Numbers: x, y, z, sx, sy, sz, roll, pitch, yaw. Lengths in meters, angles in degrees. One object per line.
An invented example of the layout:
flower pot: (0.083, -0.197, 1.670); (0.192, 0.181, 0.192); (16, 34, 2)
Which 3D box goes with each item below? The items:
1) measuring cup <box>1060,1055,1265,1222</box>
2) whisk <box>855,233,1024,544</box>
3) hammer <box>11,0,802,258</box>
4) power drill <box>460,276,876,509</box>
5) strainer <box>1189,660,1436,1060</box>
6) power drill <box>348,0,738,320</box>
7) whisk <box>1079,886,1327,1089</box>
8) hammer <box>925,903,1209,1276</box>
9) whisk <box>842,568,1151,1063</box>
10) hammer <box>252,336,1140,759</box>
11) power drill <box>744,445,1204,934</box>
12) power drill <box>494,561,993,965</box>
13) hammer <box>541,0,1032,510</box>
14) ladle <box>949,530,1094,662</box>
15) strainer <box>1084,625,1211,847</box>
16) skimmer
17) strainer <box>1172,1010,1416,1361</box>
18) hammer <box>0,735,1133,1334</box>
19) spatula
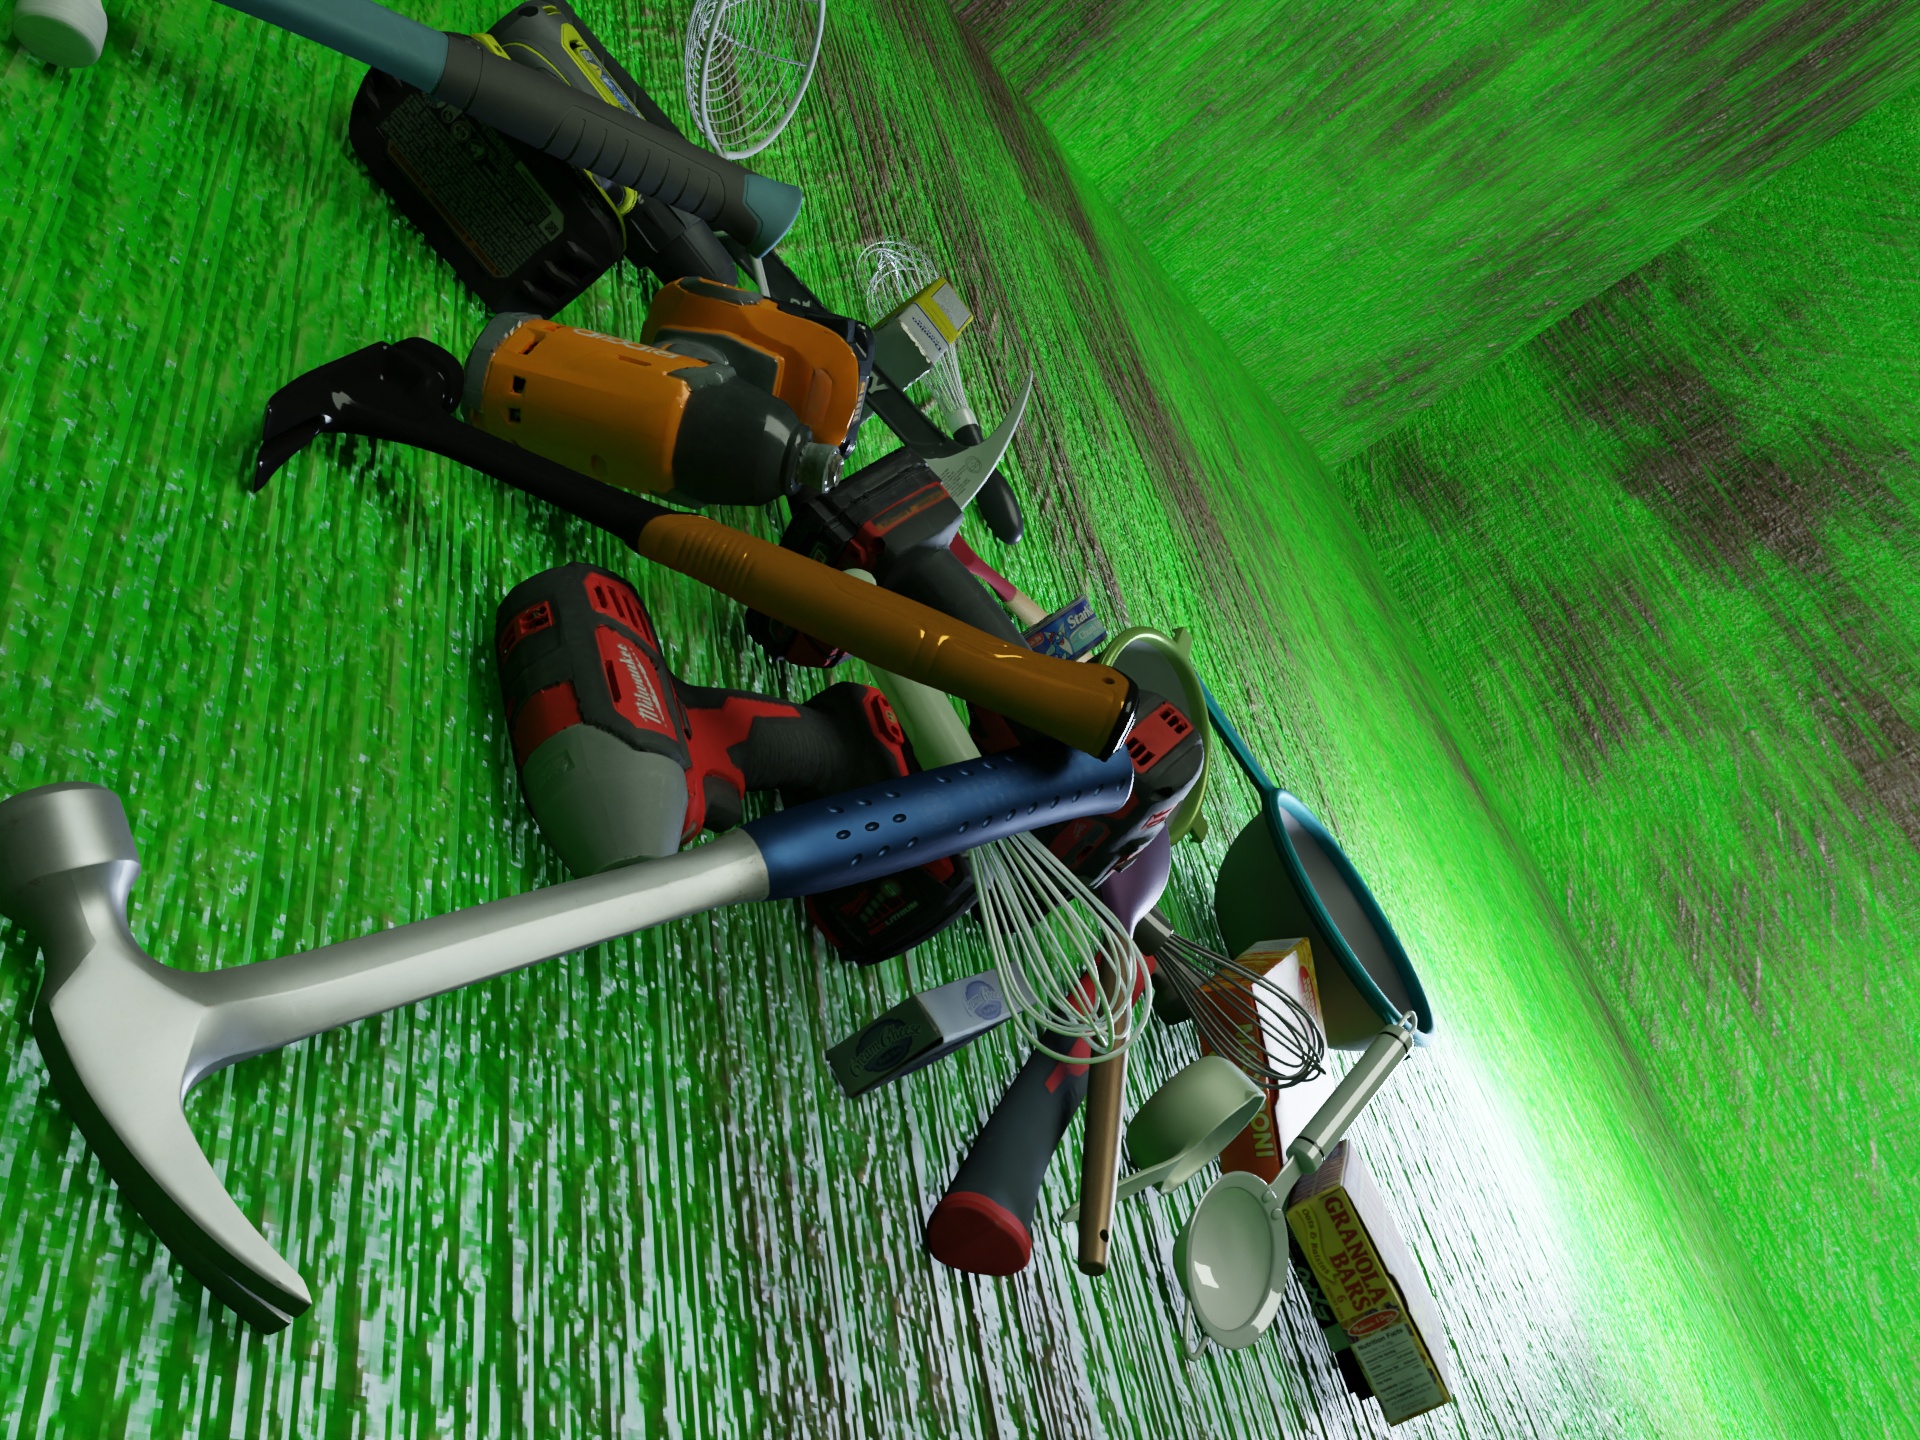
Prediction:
measuring cup: (0.092, 0.213, 0.805); (0.167, 0.083, 0.038); (-6, 46, -50)
whisk: (-0.012, -0.265, 1.269); (0.070, 0.070, 0.285); (7, 58, -63)
hammer: (-0.215, -0.279, 0.694); (0.330, 0.033, 0.128); (15, 68, -36)
power drill: (-0.113, -0.154, 0.764); (0.164, 0.084, 0.226); (16, 21, 7)
strainer: (0.216, 0.107, 1.169); (0.340, 0.095, 0.211); (58, 18, 11)
power drill: (-0.207, -0.287, 0.849); (0.190, 0.080, 0.229); (51, 19, -15)
whisk: (0.108, 0.119, 0.872); (0.239, 0.055, 0.055); (42, 22, -2)
hammer: (0.050, 0.155, 0.817); (0.143, 0.038, 0.386); (55, 21, 1)
whisk: (0.004, 0.034, 0.677); (0.246, 0.059, 0.057); (60, -10, 21)
hammer: (-0.091, -0.060, 0.608); (0.337, 0.034, 0.127); (23, 26, -1)
power drill: (-0.001, -0.003, 0.798); (0.227, 0.187, 0.080); (46, 51, 8)
power drill: (-0.088, 0.030, 0.655); (0.219, 0.078, 0.143); (23, 38, -50)
hammer: (-0.125, -0.294, 0.992); (0.409, 0.149, 0.036); (48, 1, -3)
ladle: (0.050, -0.082, 1.173); (0.315, 0.031, 0.069); (39, 30, -42)
strainer: (0.072, 0.016, 1.038); (0.256, 0.069, 0.151); (-4, 89, -51)
skimmer: (-0.088, -0.264, 0.914); (0.127, 0.090, 0.363); (4, 72, -76)
strainer: (0.178, 0.239, 0.849); (0.258, 0.050, 0.086); (-38, 110, -34)
hammer: (-0.076, 0.055, 0.521); (0.405, 0.035, 0.144); (-13, 72, -46)
spatula: (0.078, 0.130, 0.789); (0.059, 0.018, 0.316); (35, 37, -19)
